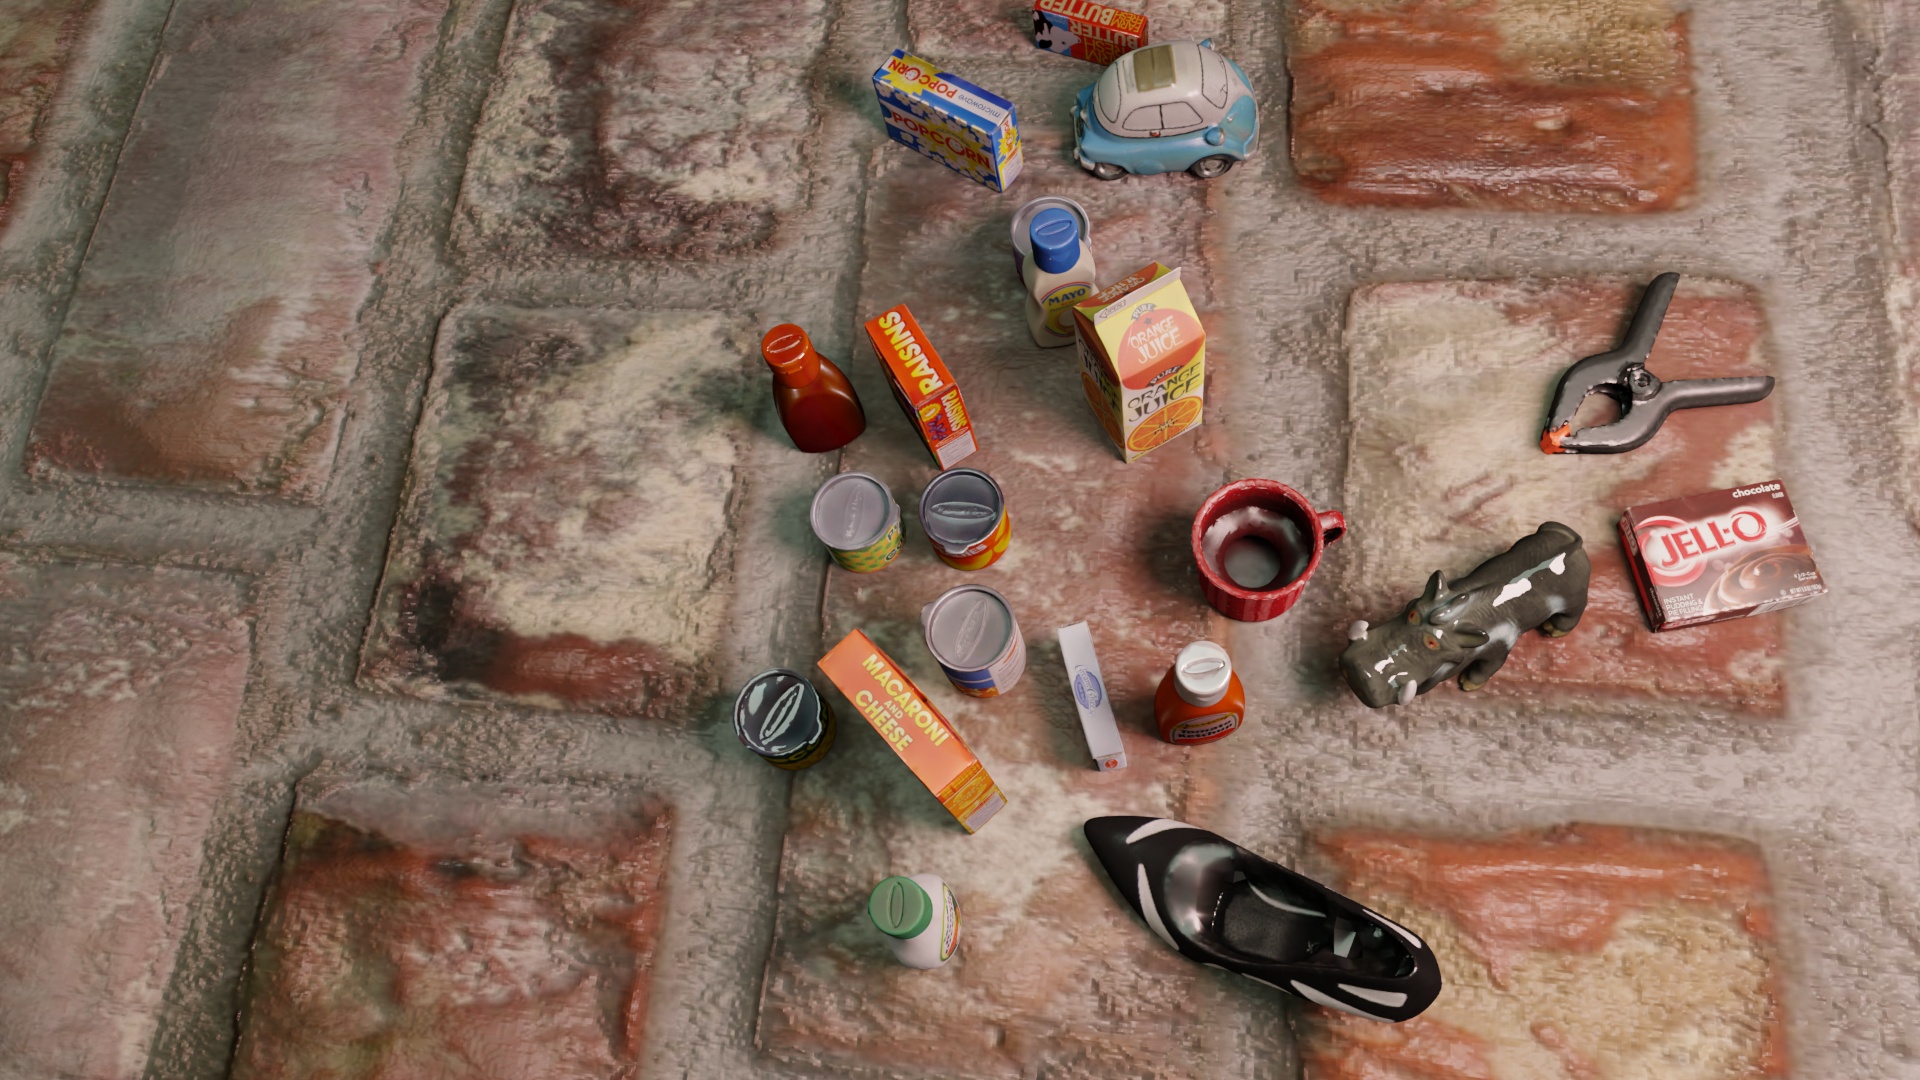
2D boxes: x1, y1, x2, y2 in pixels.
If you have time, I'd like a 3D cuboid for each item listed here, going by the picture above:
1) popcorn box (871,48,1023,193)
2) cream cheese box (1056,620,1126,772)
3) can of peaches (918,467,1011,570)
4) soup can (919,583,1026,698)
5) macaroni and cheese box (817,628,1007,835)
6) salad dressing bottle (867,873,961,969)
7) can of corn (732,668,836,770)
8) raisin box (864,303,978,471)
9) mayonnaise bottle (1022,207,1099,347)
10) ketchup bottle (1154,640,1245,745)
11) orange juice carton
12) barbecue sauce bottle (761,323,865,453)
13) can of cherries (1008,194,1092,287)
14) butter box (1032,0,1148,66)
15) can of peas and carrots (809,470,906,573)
[{"bbox_3d":[-0.009,-0.362,1.201,0.127,0.085,0.038,31,77,18],"label":"popcorn box"},{"bbox_3d":[0.096,0.115,1.021,0.024,0.053,0.104,-16,68,3],"label":"cream cheese box"},{"bbox_3d":[0.004,-0.014,1.081,0.071,0.058,0.071,-3,69,7],"label":"can of peaches"},{"bbox_3d":[0.010,0.075,1.032,0.071,0.083,0.071,-3,69,8],"label":"soup can"},{"bbox_3d":[-0.030,0.136,0.971,0.040,0.166,0.124,-42,69,-8],"label":"macaroni and cheese box"},{"bbox_3d":[-0.031,0.254,0.936,0.044,0.147,0.064,0,70,9],"label":"salad dressing bottle"},{"bbox_3d":[-0.129,0.137,1.043,0.071,0.058,0.071,-3,69,7],"label":"can of corn"},{"bbox_3d":[-0.030,-0.118,1.091,0.040,0.123,0.086,-30,68,-3],"label":"raisin box"},{"bbox_3d":[0.078,-0.206,1.095,0.065,0.147,0.041,-17,68,2],"label":"mayonnaise bottle"},{"bbox_3d":[0.166,0.106,0.963,0.065,0.148,0.043,-12,69,4],"label":"ketchup bottle"},{"bbox_3d":[0.134,-0.138,1.037,0.072,0.192,0.073,-29,68,-3],"label":"orange juice carton"},{"bbox_3d":[-0.119,-0.119,1.090,0.065,0.148,0.044,-21,68,1],"label":"barbecue sauce bottle"},{"bbox_3d":[0.078,-0.242,1.157,0.071,0.058,0.072,-3,69,7],"label":"can of cherries"},{"bbox_3d":[0.117,-0.451,1.234,0.103,0.053,0.024,20,74,15],"label":"butter box"},{"bbox_3d":[-0.077,-0.014,1.093,0.071,0.058,0.071,-3,69,7],"label":"can of peas and carrots"}]
